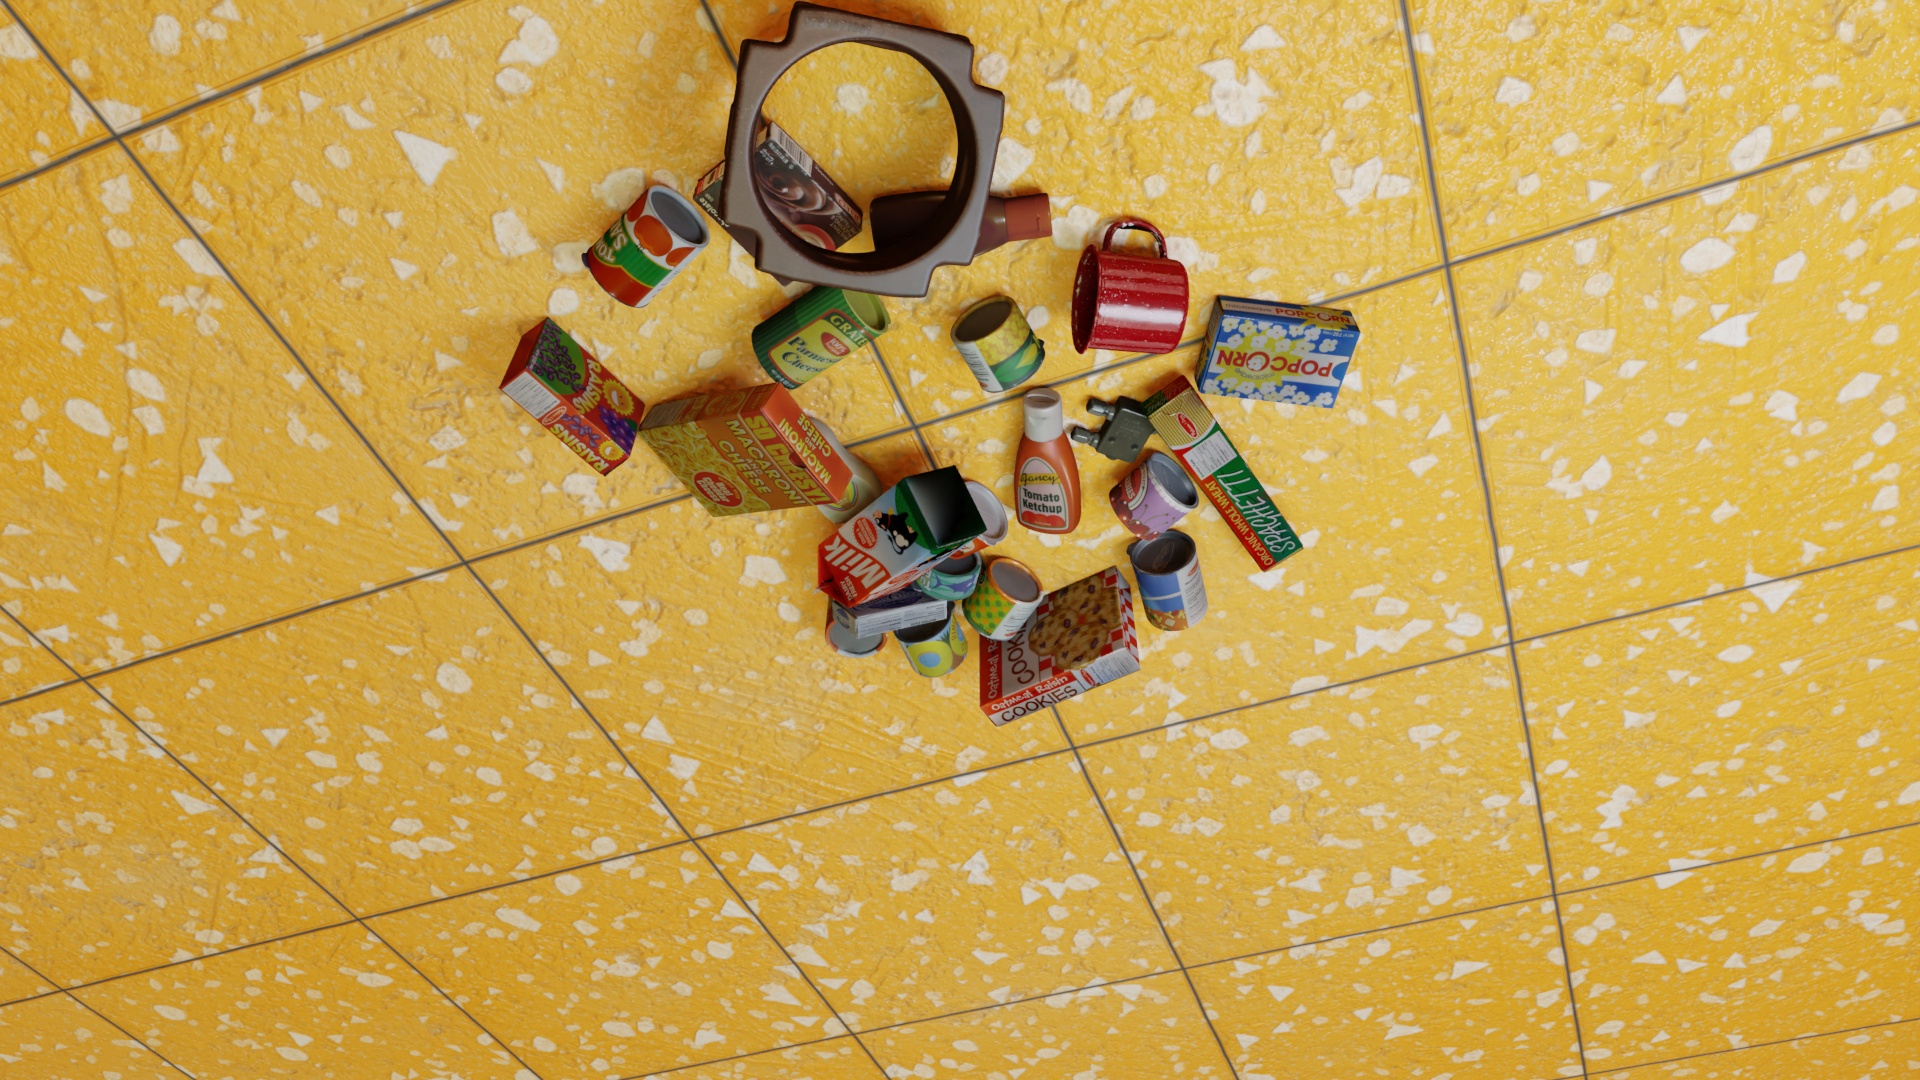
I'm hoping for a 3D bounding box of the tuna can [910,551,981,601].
[{"bbox_3d":[-0.016,0.027,1.395,0.071,0.071,0.032,9,129,-7],"label":"tuna can"}]

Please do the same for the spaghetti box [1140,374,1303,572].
[{"bbox_3d":[0.254,-0.059,1.331,0.050,0.029,0.249,-35,127,12],"label":"spaghetti box"}]

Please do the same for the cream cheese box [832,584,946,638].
[{"bbox_3d":[-0.070,0.068,1.390,0.104,0.053,0.024,-11,114,-29],"label":"cream cheese box"}]

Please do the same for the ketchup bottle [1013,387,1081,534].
[{"bbox_3d":[0.081,-0.075,1.321,0.065,0.044,0.148,10,133,19],"label":"ketchup bottle"}]

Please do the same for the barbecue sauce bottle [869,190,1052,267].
[{"bbox_3d":[0.001,-0.263,1.161,0.148,0.044,0.064,-6,124,4],"label":"barbecue sauce bottle"}]

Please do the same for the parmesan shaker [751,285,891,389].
[{"bbox_3d":[-0.122,-0.183,1.216,0.103,0.072,0.071,-29,125,23],"label":"parmesan shaker"}]

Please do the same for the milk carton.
[{"bbox_3d":[-0.069,0.006,1.341,0.072,0.073,0.189,-18,168,-45],"label":"milk carton"}]

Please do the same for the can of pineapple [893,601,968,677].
[{"bbox_3d":[-0.029,0.101,1.460,0.071,0.071,0.057,-14,130,12],"label":"can of pineapple"}]

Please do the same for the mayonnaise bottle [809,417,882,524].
[{"bbox_3d":[-0.139,-0.080,1.320,0.064,0.041,0.147,-25,127,24],"label":"mayonnaise bottle"}]

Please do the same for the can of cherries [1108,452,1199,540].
[{"bbox_3d":[0.184,-0.043,1.336,0.071,0.072,0.058,33,125,-25],"label":"can of cherries"}]

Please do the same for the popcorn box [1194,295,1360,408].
[{"bbox_3d":[0.282,-0.168,1.246,0.127,0.038,0.084,6,129,-5],"label":"popcorn box"}]

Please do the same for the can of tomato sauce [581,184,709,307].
[{"bbox_3d":[-0.262,-0.247,1.160,0.083,0.071,0.071,-36,122,26],"label":"can of tomato sauce"}]

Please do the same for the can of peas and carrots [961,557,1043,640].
[{"bbox_3d":[0.042,0.058,1.425,0.071,0.071,0.058,22,127,-18],"label":"can of peas and carrots"}]

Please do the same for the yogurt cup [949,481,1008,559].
[{"bbox_3d":[0.005,-0.017,1.361,0.072,0.073,0.053,36,130,-27],"label":"yogurt cup"}]

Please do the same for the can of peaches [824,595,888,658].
[{"bbox_3d":[-0.107,0.079,1.446,0.071,0.058,0.070,0,131,0],"label":"can of peaches"}]

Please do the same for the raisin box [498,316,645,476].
[{"bbox_3d":[-0.347,-0.129,1.249,0.040,0.086,0.123,-31,124,22],"label":"raisin box"}]

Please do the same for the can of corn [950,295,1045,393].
[{"bbox_3d":[0.034,-0.175,1.223,0.071,0.071,0.058,-22,127,18],"label":"can of corn"}]

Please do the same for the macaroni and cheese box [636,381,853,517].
[{"bbox_3d":[-0.199,-0.080,1.280,0.166,0.040,0.123,-5,136,37],"label":"macaroni and cheese box"}]

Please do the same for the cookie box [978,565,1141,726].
[{"bbox_3d":[0.099,0.110,1.429,0.167,0.123,0.040,-25,126,20],"label":"cookie box"}]

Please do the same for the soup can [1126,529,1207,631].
[{"bbox_3d":[0.210,0.041,1.409,0.071,0.072,0.083,-12,130,10],"label":"soup can"}]
